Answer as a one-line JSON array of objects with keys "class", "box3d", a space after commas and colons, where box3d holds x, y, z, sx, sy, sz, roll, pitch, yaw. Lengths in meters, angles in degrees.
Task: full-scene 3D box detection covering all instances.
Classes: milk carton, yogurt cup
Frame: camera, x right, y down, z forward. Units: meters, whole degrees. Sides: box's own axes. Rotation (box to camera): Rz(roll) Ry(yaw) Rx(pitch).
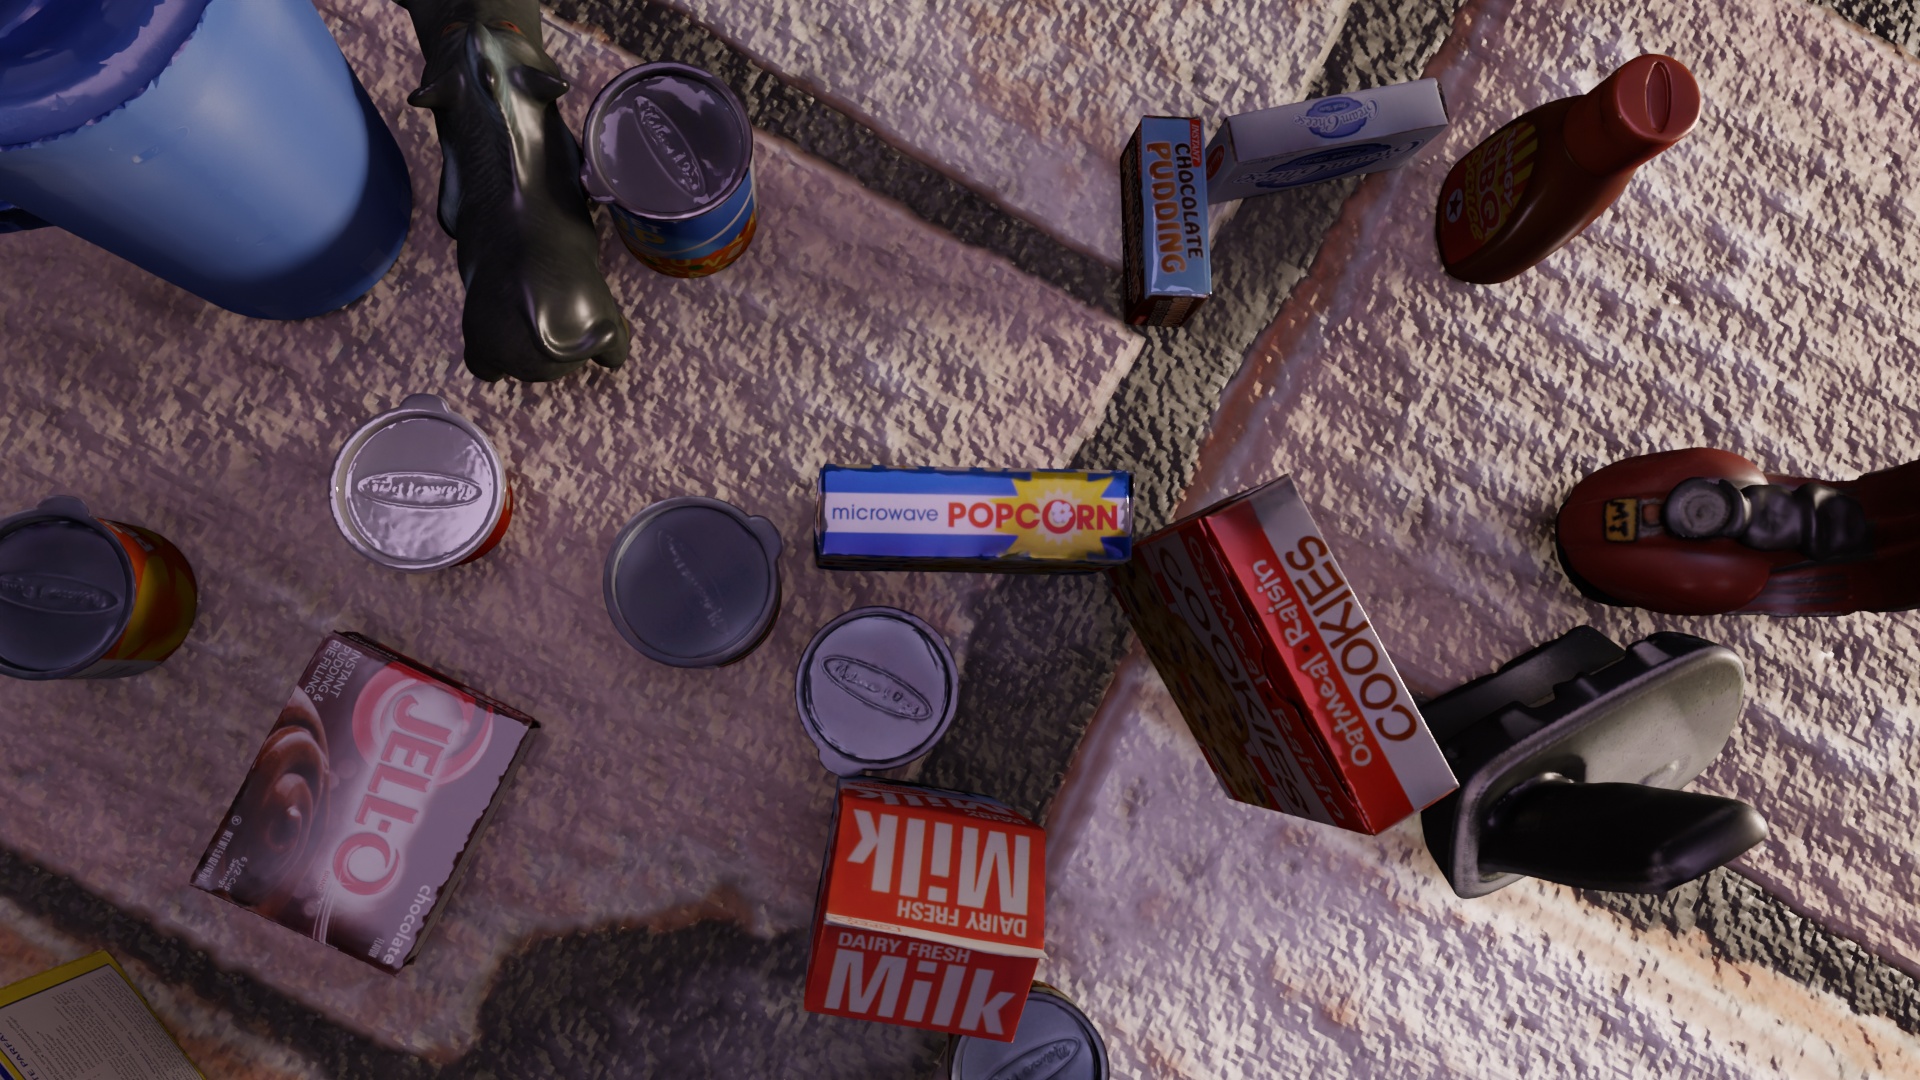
[{"class": "milk carton", "box3d": [-0.016, 0.131, 0.512, 0.072, 0.190, 0.073, 10, 83, -5]}, {"class": "yogurt cup", "box3d": [-0.219, -0.018, 0.576, 0.072, 0.054, 0.072, 1, 83, -6]}]

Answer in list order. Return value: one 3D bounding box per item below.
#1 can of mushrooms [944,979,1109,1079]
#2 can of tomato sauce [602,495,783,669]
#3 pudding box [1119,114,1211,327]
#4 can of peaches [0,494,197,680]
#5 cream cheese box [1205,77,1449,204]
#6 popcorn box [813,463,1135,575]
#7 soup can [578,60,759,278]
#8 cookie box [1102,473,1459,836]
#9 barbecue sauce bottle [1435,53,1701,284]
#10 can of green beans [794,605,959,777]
[{"class": "can of mushrooms", "box3d": [0.026, 0.219, 0.585, 0.071, 0.033, 0.071, 1, 83, -6]}, {"class": "can of tomato sauce", "box3d": [-0.105, 0.018, 0.569, 0.071, 0.083, 0.071, 1, 84, -6]}, {"class": "pudding box", "box3d": [0.092, -0.143, 0.627, 0.030, 0.049, 0.084, 0, 84, -6]}, {"class": "can of peaches", "box3d": [-0.350, 0.020, 0.554, 0.071, 0.058, 0.071, 1, 84, -6]}, {"class": "cream cheese box", "box3d": [0.164, -0.183, 0.638, 0.104, 0.053, 0.024, -13, 85, -8]}, {"class": "popcorn box", "box3d": [0.002, -0.007, 0.583, 0.127, 0.085, 0.038, 1, 84, -6]}, {"class": "soup can", "box3d": [-0.122, -0.152, 0.587, 0.071, 0.083, 0.071, 1, 84, -6]}, {"class": "cookie box", "box3d": [0.115, 0.047, 0.548, 0.040, 0.167, 0.123, -28, 87, -8]}, {"class": "barbecue sauce bottle", "box3d": [0.257, -0.160, 0.598, 0.044, 0.148, 0.065, 6, 83, -6]}, {"class": "can of green beans", "box3d": [-0.036, 0.062, 0.585, 0.071, 0.057, 0.071, 1, 84, -6]}]
